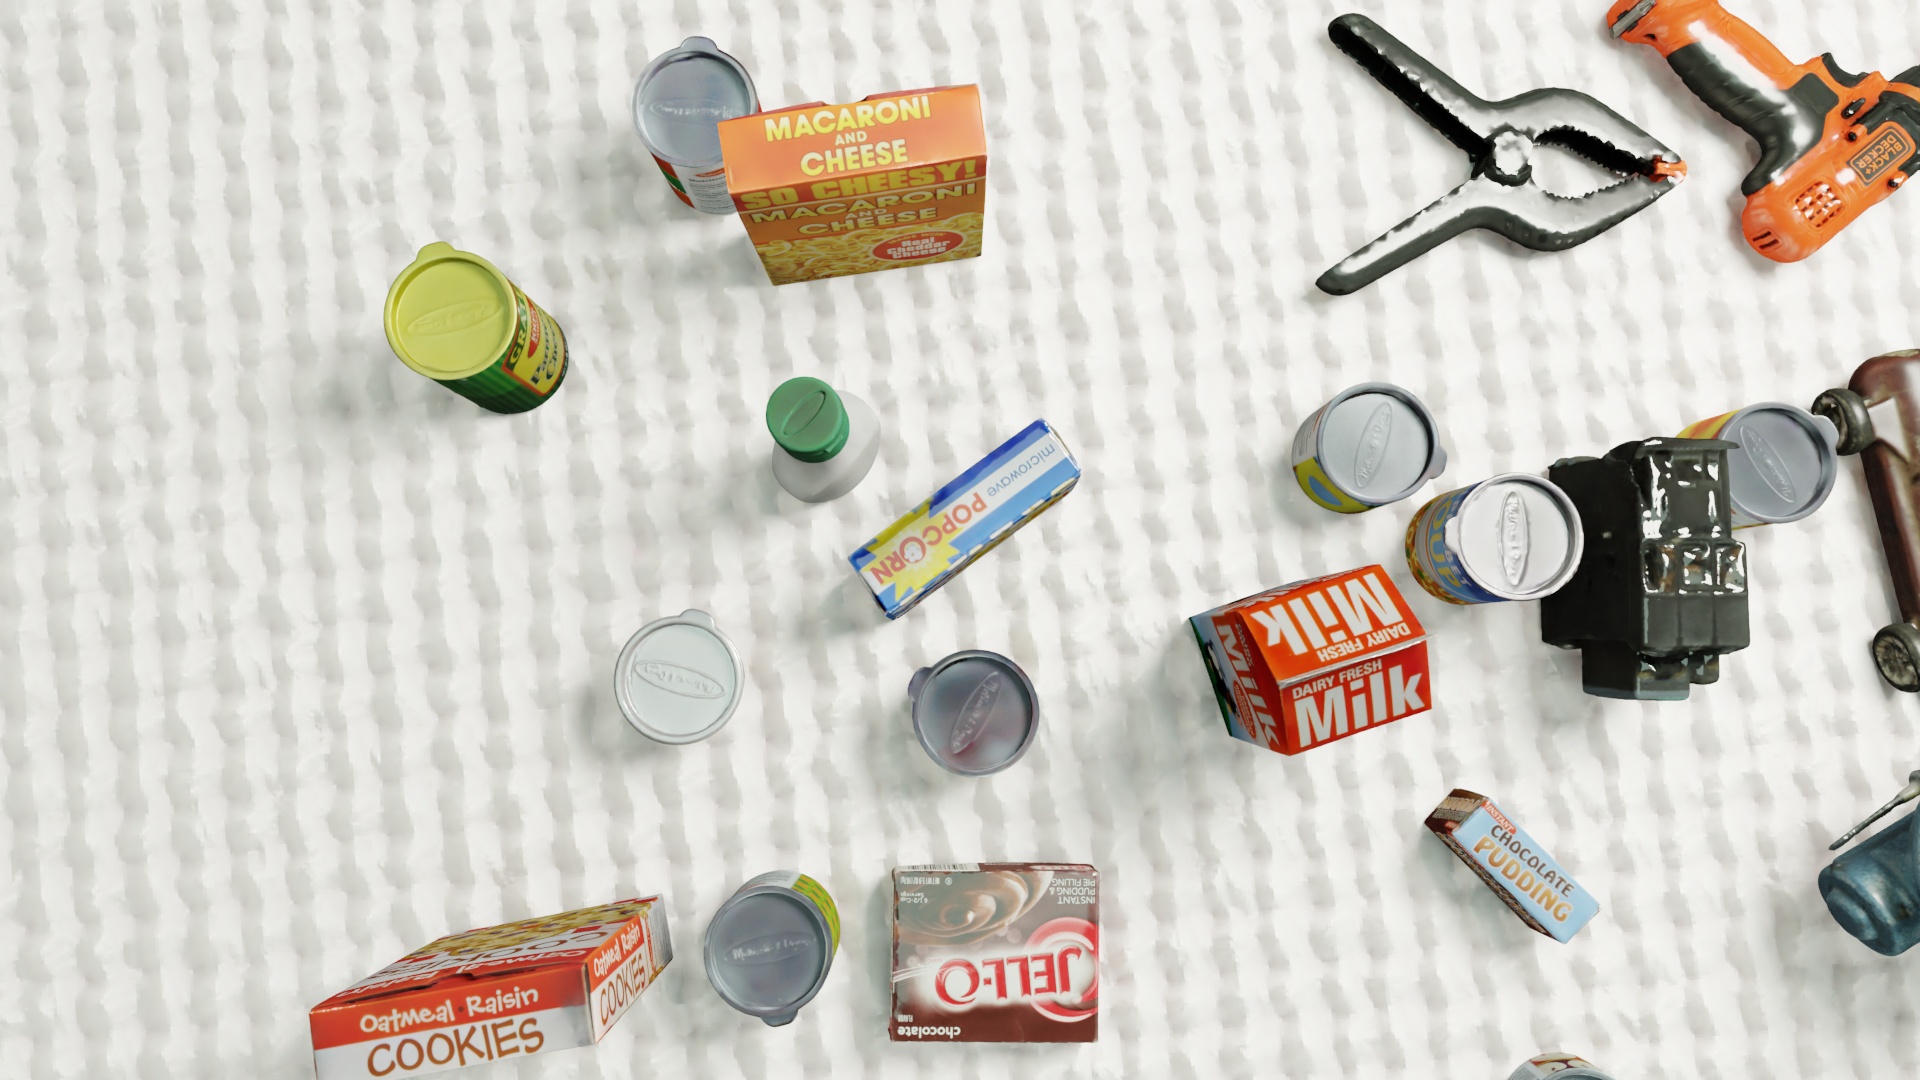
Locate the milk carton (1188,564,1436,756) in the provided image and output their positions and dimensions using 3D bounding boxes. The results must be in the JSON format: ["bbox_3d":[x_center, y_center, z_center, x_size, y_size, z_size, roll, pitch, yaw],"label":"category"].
[{"bbox_3d":[0.171,0.058,0.686,0.072,0.190,0.073,-18,86,-2],"label":"milk carton"}]

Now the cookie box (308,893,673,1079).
[{"bbox_3d":[-0.220,0.215,0.680,0.123,0.167,0.040,-10,86,-1],"label":"cookie box"}]

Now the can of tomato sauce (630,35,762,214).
[{"bbox_3d":[-0.139,-0.225,0.764,0.071,0.083,0.071,0,85,0],"label":"can of tomato sauce"}]

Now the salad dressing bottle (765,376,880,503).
[{"bbox_3d":[-0.072,-0.053,0.716,0.044,0.147,0.064,43,86,3],"label":"salad dressing bottle"}]

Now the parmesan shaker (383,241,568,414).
[{"bbox_3d":[-0.255,-0.111,0.742,0.071,0.103,0.071,0,85,0],"label":"parmesan shaker"}]

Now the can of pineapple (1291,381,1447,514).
[{"bbox_3d":[0.222,-0.048,0.763,0.071,0.058,0.071,0,85,0],"label":"can of pineapple"}]

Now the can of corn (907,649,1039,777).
[{"bbox_3d":[0.006,0.090,0.748,0.071,0.058,0.071,0,85,0],"label":"can of corn"}]

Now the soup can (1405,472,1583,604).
[{"bbox_3d":[0.281,0.001,0.746,0.071,0.083,0.071,0,85,0],"label":"soup can"}]

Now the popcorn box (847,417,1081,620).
[{"bbox_3d":[0.003,-0.009,0.744,0.127,0.085,0.038,-36,86,-3],"label":"popcorn box"}]

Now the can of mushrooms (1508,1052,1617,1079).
[{"bbox_3d":[0.328,0.312,0.743,0.071,0.033,0.071,0,85,0],"label":"can of mushrooms"}]

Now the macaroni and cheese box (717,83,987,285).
[{"bbox_3d":[-0.050,-0.179,0.719,0.124,0.166,0.040,-9,85,-1],"label":"macaroni and cheese box"}]

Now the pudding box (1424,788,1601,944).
[{"bbox_3d":[0.296,0.174,0.747,0.030,0.049,0.084,-45,87,-4],"label":"pudding box"}]

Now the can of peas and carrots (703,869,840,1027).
[{"bbox_3d":[-0.097,0.214,0.736,0.071,0.058,0.071,0,85,0],"label":"can of peas and carrots"}]

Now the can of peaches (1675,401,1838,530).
[{"bbox_3d":[0.434,-0.040,0.764,0.071,0.058,0.071,0,85,0],"label":"can of peaches"}]

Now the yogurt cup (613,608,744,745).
[{"bbox_3d":[-0.148,0.075,0.751,0.072,0.054,0.072,0,85,0],"label":"yogurt cup"}]
